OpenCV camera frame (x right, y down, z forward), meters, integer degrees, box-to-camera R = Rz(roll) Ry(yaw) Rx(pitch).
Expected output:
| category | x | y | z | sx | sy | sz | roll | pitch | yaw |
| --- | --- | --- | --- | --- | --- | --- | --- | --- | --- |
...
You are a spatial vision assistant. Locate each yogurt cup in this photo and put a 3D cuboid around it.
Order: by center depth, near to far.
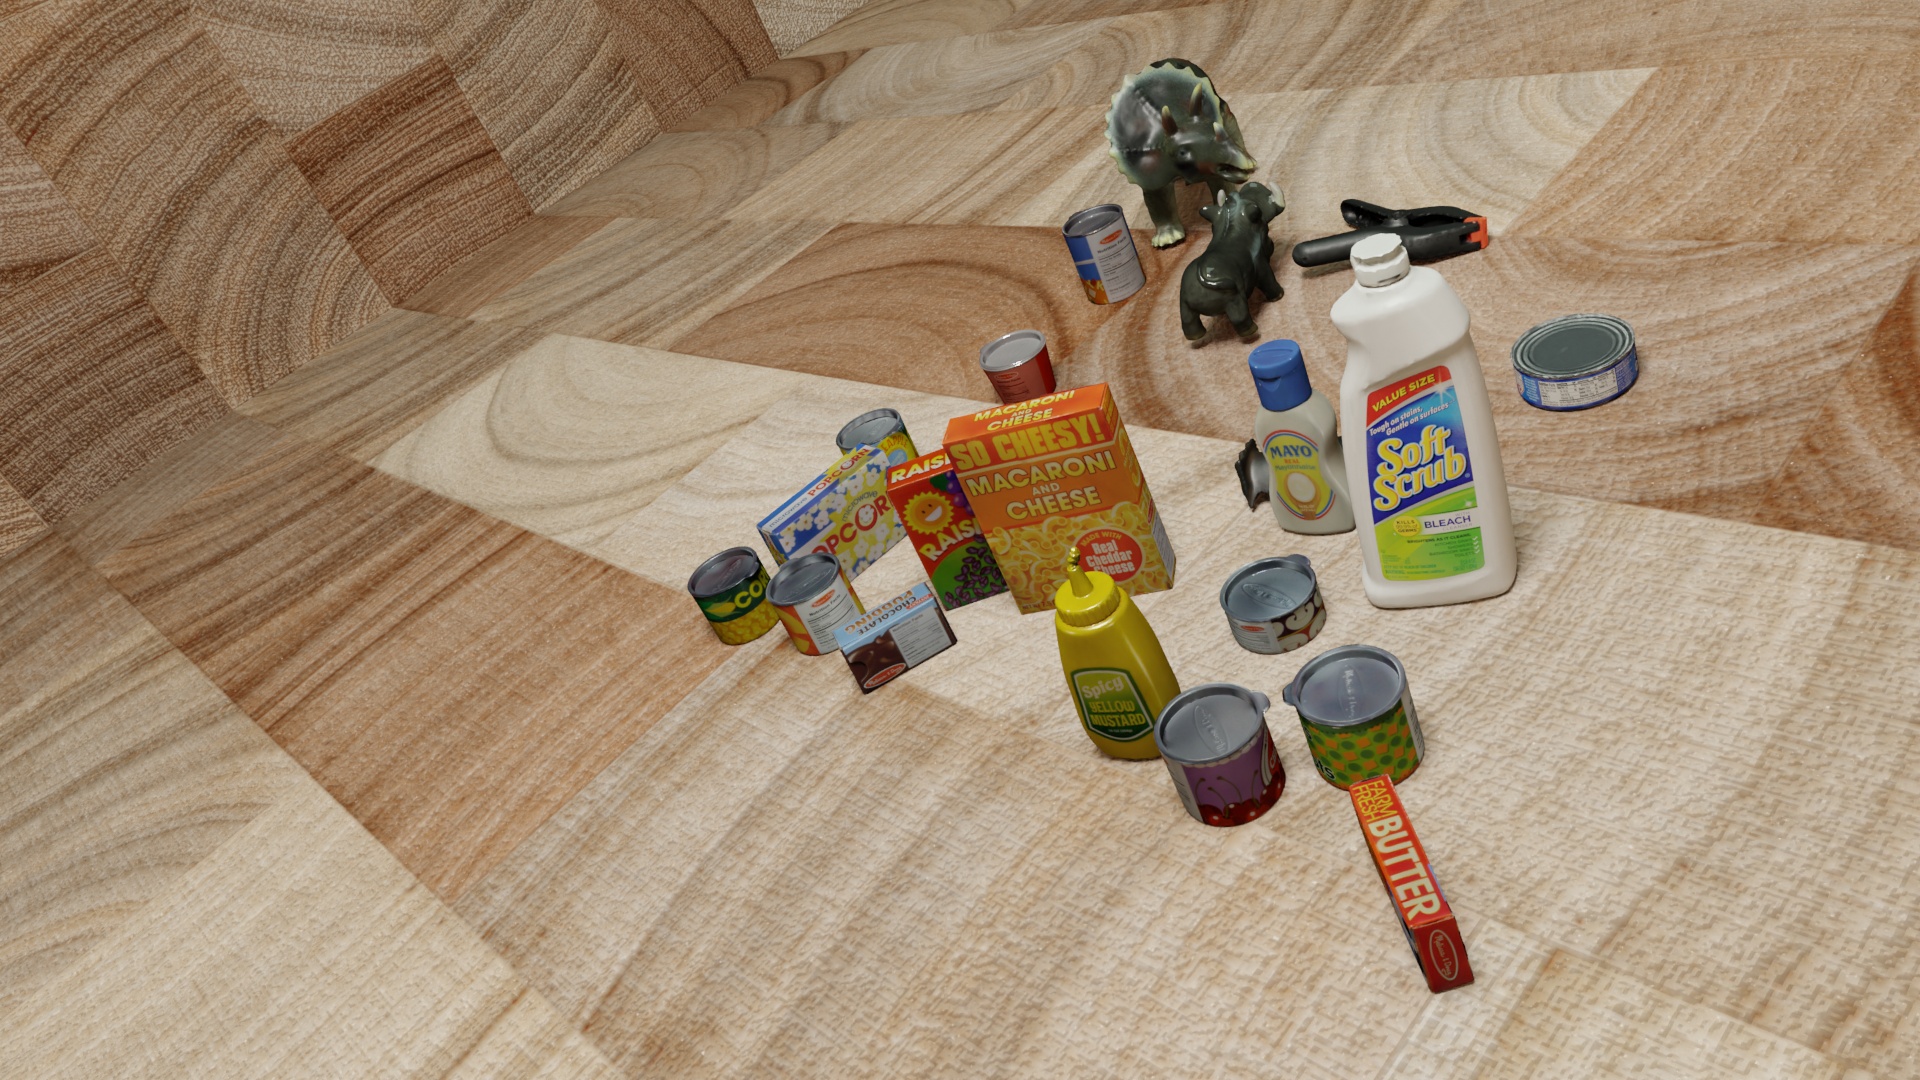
| category | x | y | z | sx | sy | sz | roll | pitch | yaw |
| --- | --- | --- | --- | --- | --- | --- | --- | --- | --- |
| yogurt cup | 0.058 | -0.164 | 1.343 | 0.072 | 0.053 | 0.073 | -18 | 32 | 12 |

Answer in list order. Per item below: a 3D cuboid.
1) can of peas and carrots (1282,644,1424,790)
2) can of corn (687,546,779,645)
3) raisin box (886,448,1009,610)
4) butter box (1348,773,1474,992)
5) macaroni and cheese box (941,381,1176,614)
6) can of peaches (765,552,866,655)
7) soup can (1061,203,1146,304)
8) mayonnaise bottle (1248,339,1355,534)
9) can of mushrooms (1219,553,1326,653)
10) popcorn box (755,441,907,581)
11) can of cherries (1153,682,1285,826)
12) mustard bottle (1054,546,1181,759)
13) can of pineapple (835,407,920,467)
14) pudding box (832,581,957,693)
| category | x | y | z | sx | sy | sz | roll | pitch | yaw |
| --- | --- | --- | --- | --- | --- | --- | --- | --- | --- |
| can of peas and carrots | 0.232 | 0.105 | 0.818 | 0.071 | 0.058 | 0.071 | -18 | 32 | 12 |
| can of corn | -0.191 | 0.048 | 1.201 | 0.071 | 0.058 | 0.071 | -18 | 32 | 12 |
| raisin box | 0.004 | -0.014 | 1.093 | 0.086 | 0.123 | 0.040 | -19 | 32 | 11 |
| butter box | 0.232 | 0.175 | 0.720 | 0.024 | 0.053 | 0.104 | -20 | 32 | 9 |
| macaroni and cheese box | 0.074 | -0.028 | 1.023 | 0.123 | 0.165 | 0.040 | -12 | 34 | 22 |
| can of peaches | -0.119 | 0.051 | 1.145 | 0.071 | 0.057 | 0.071 | -18 | 32 | 12 |
| soup can | 0.149 | -0.300 | 1.452 | 0.071 | 0.083 | 0.072 | -18 | 32 | 12 |
| mayonnaise bottle | 0.241 | -0.072 | 0.989 | 0.064 | 0.147 | 0.041 | 1 | 40 | 36 |
| can of mushrooms | 0.215 | 0.043 | 0.947 | 0.071 | 0.033 | 0.071 | -18 | 32 | 12 |
| popcorn box | -0.105 | -0.014 | 1.206 | 0.127 | 0.085 | 0.038 | -41 | 34 | -23 |
| can of cherries | 0.159 | 0.128 | 0.835 | 0.071 | 0.058 | 0.072 | -18 | 32 | 12 |
| mustard bottle | 0.092 | 0.069 | 0.873 | 0.065 | 0.159 | 0.049 | -7 | 36 | 28 |
| can of pineapple | -0.076 | -0.083 | 1.314 | 0.071 | 0.057 | 0.071 | -18 | 32 | 12 |
| pudding box | -0.051 | 0.075 | 1.070 | 0.084 | 0.049 | 0.030 | -29 | 31 | -6 |
